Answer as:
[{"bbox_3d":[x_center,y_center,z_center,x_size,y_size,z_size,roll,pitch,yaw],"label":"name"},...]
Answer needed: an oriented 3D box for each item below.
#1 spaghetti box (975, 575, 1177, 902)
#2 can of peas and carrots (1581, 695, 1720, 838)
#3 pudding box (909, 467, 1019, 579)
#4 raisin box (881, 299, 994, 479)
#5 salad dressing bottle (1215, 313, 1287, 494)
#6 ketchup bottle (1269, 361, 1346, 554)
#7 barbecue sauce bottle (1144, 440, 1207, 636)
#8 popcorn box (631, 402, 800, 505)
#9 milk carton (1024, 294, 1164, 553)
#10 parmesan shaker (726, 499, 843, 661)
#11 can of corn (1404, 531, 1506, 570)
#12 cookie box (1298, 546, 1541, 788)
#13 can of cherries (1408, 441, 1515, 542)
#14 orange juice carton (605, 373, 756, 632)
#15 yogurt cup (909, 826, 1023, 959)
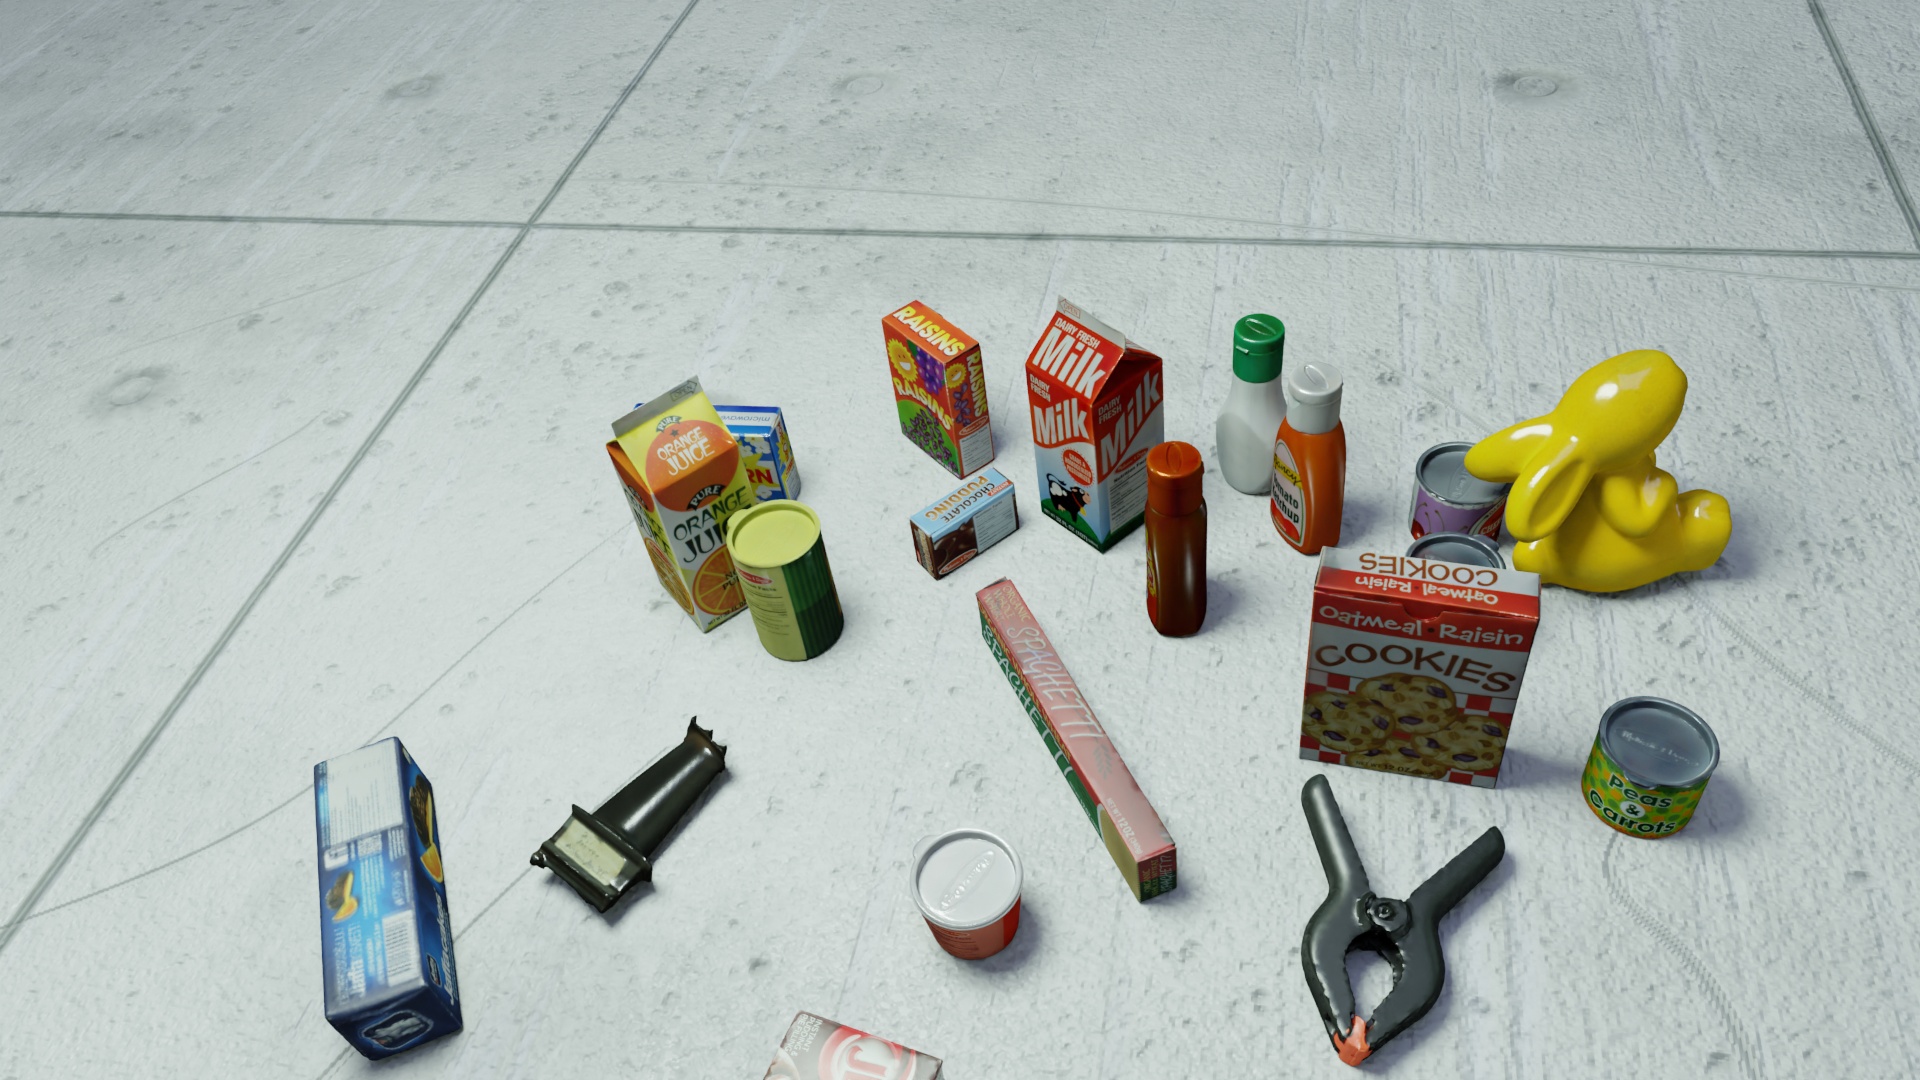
[{"bbox_3d":[0.071,0.123,0.918,0.029,0.050,0.251,-21,46,-11],"label":"spaghetti box"},{"bbox_3d":[0.416,0.140,0.842,0.071,0.058,0.071,-4,45,5],"label":"can of peas and carrots"},{"bbox_3d":[0.004,-0.013,1.064,0.084,0.049,0.030,-33,50,-22],"label":"pudding box"},{"bbox_3d":[-0.017,-0.122,1.122,0.040,0.122,0.086,-32,49,-21],"label":"raisin box"},{"bbox_3d":[0.223,-0.102,1.048,0.044,0.146,0.064,-35,50,-23],"label":"salad dressing bottle"},{"bbox_3d":[0.252,-0.061,1.002,0.043,0.148,0.065,-18,46,-9],"label":"ketchup bottle"},{"bbox_3d":[0.149,-0.003,0.961,0.044,0.147,0.065,-2,45,7],"label":"barbecue sauce bottle"},{"bbox_3d":[-0.200,-0.067,1.123,0.127,0.084,0.038,3,46,11],"label":"popcorn box"},{"bbox_3d":[0.101,-0.090,1.026,0.074,0.189,0.072,-34,50,-23],"label":"milk carton"},{"bbox_3d":[-0.127,0.029,1.005,0.071,0.102,0.072,-5,45,5],"label":"parmesan shaker"},{"bbox_3d":[0.338,0.036,0.957,0.071,0.058,0.071,-4,45,5],"label":"can of corn"},{"bbox_3d":[0.274,0.081,0.846,0.123,0.166,0.040,7,47,16],"label":"cookie box"},{"bbox_3d":[0.366,-0.028,1.016,0.071,0.058,0.072,-4,45,5],"label":"can of cherries"},{"bbox_3d":[-0.198,-0.031,1.012,0.072,0.191,0.073,-33,50,-22],"label":"orange juice carton"},{"bbox_3d":[0.006,0.215,0.835,0.072,0.053,0.073,-4,45,5],"label":"yogurt cup"}]
